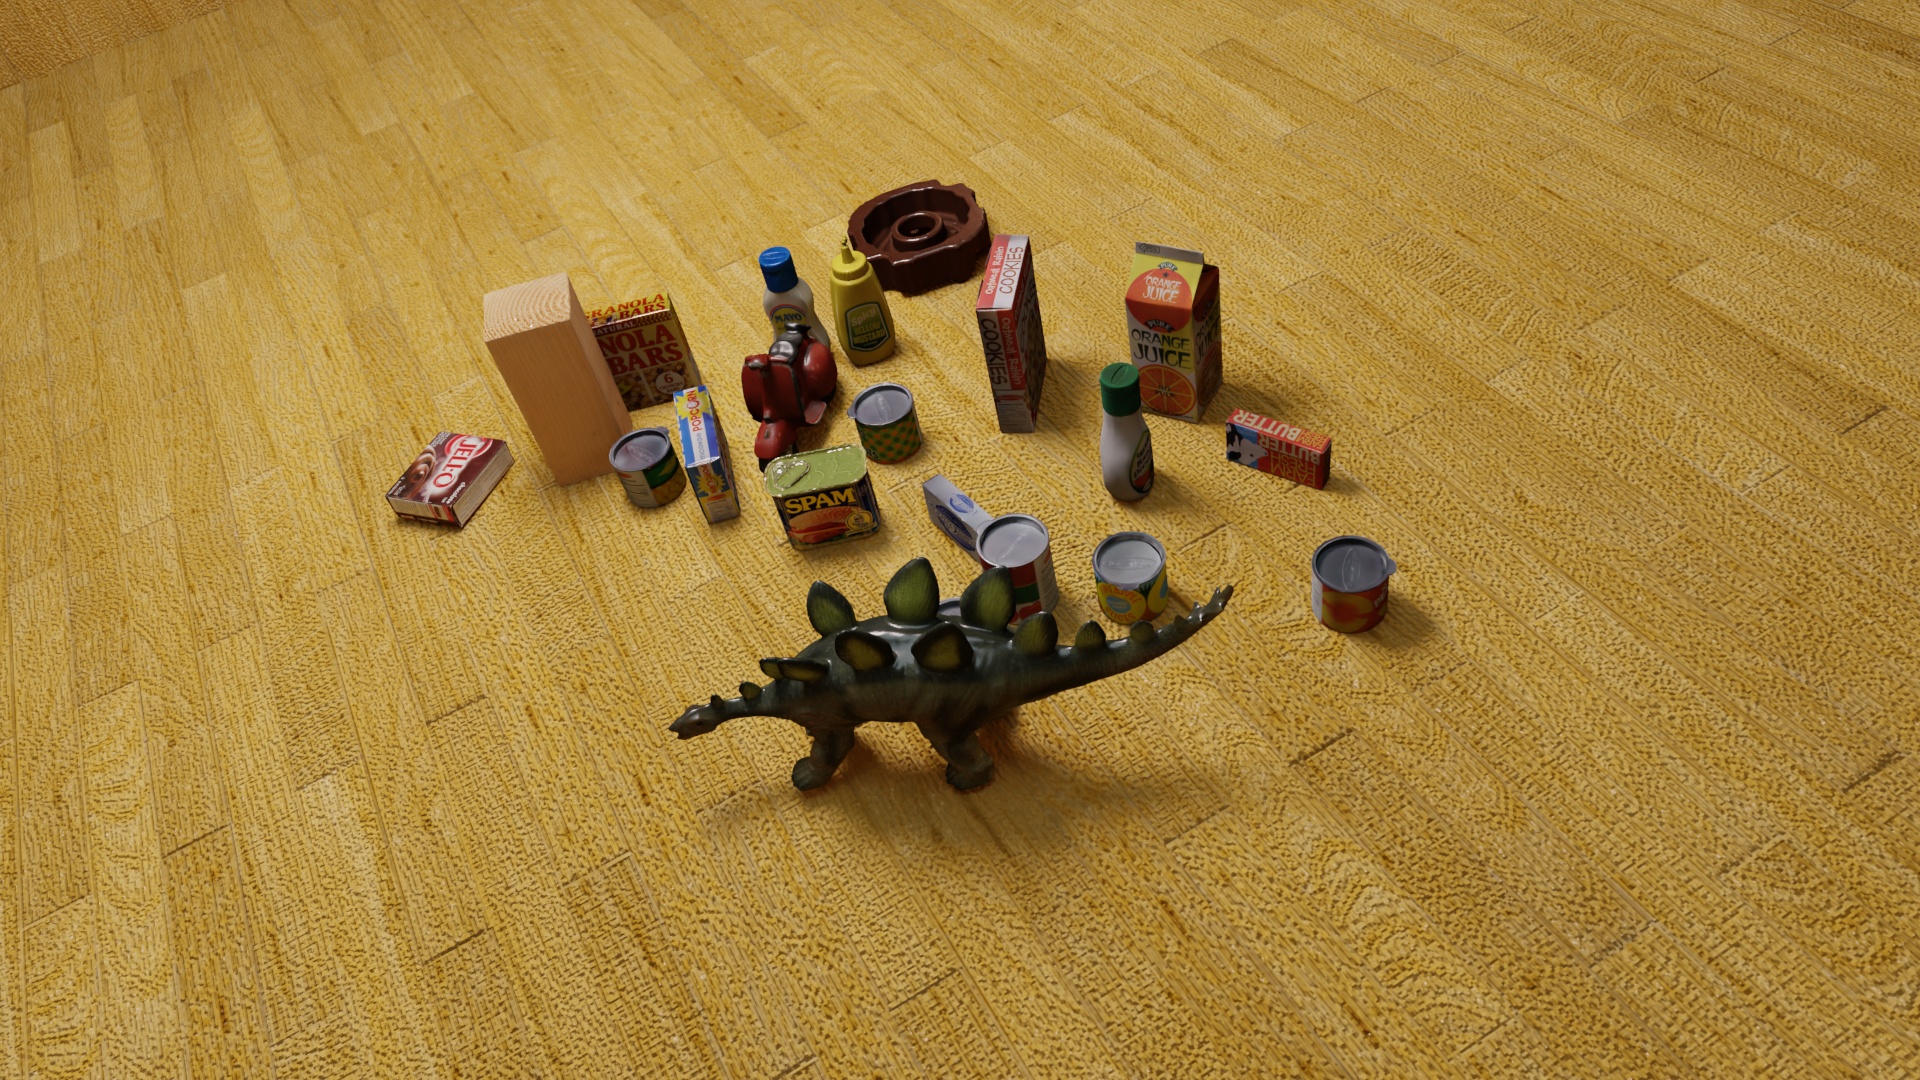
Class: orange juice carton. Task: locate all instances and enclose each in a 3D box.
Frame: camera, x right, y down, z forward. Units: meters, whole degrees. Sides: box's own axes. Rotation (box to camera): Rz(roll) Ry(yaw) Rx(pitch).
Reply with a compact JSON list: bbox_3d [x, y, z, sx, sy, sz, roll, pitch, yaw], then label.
[{"bbox_3d":[0.215,-0.216,1.394,0.072,0.191,0.073,16,53,26],"label":"orange juice carton"}]

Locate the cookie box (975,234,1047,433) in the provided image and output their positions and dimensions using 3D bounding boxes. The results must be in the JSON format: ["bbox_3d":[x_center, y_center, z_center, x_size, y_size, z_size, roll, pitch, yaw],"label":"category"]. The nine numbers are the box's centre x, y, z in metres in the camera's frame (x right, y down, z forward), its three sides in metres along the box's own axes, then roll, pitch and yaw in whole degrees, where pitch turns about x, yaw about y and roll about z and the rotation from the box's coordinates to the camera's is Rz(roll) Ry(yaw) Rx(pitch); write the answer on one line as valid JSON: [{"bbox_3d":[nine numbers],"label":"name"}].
[{"bbox_3d":[0.055,-0.214,1.446,0.040,0.166,0.123,0,47,13],"label":"cookie box"}]

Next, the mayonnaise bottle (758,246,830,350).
[{"bbox_3d":[-0.190,-0.259,1.557,0.065,0.147,0.041,-4,47,10],"label":"mayonnaise bottle"}]

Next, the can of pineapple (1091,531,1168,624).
[{"bbox_3d":[0.154,0.036,1.261,0.071,0.057,0.071,-6,46,7],"label":"can of pineapple"}]

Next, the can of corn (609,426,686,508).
[{"bbox_3d":[-0.330,-0.078,1.479,0.071,0.058,0.071,-6,46,7],"label":"can of corn"}]

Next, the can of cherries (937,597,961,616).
[{"bbox_3d":[0.002,0.094,1.240,0.071,0.058,0.072,-6,46,7],"label":"can of cherries"}]

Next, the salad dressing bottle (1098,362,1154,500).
[{"bbox_3d":[0.158,-0.103,1.331,0.044,0.147,0.064,17,53,27],"label":"salad dressing bottle"}]

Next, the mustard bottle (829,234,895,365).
[{"bbox_3d":[-0.115,-0.269,1.541,0.065,0.159,0.049,-19,46,-5],"label":"mustard bottle"}]

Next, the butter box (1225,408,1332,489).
[{"bbox_3d":[0.309,-0.089,1.348,0.103,0.052,0.024,22,55,30],"label":"butter box"}]

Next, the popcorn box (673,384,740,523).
[{"bbox_3d":[-0.266,-0.091,1.458,0.038,0.084,0.127,-17,46,-3],"label":"popcorn box"}]

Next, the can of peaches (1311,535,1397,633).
[{"bbox_3d":[0.343,0.039,1.215,0.071,0.057,0.071,-6,46,7],"label":"can of peaches"}]

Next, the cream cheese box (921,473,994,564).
[{"bbox_3d":[0.005,-0.017,1.348,0.024,0.053,0.104,-34,49,-18],"label":"cream cheese box"}]

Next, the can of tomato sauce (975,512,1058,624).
[{"bbox_3d":[0.051,0.026,1.276,0.071,0.082,0.071,-6,46,7],"label":"can of tomato sauce"}]

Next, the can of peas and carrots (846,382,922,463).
[{"bbox_3d":[-0.079,-0.122,1.464,0.071,0.058,0.071,-6,46,7],"label":"can of peas and carrots"}]

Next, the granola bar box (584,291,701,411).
[{"bbox_3d":[-0.389,-0.204,1.566,0.166,0.123,0.039,-14,46,0],"label":"granola bar box"}]
